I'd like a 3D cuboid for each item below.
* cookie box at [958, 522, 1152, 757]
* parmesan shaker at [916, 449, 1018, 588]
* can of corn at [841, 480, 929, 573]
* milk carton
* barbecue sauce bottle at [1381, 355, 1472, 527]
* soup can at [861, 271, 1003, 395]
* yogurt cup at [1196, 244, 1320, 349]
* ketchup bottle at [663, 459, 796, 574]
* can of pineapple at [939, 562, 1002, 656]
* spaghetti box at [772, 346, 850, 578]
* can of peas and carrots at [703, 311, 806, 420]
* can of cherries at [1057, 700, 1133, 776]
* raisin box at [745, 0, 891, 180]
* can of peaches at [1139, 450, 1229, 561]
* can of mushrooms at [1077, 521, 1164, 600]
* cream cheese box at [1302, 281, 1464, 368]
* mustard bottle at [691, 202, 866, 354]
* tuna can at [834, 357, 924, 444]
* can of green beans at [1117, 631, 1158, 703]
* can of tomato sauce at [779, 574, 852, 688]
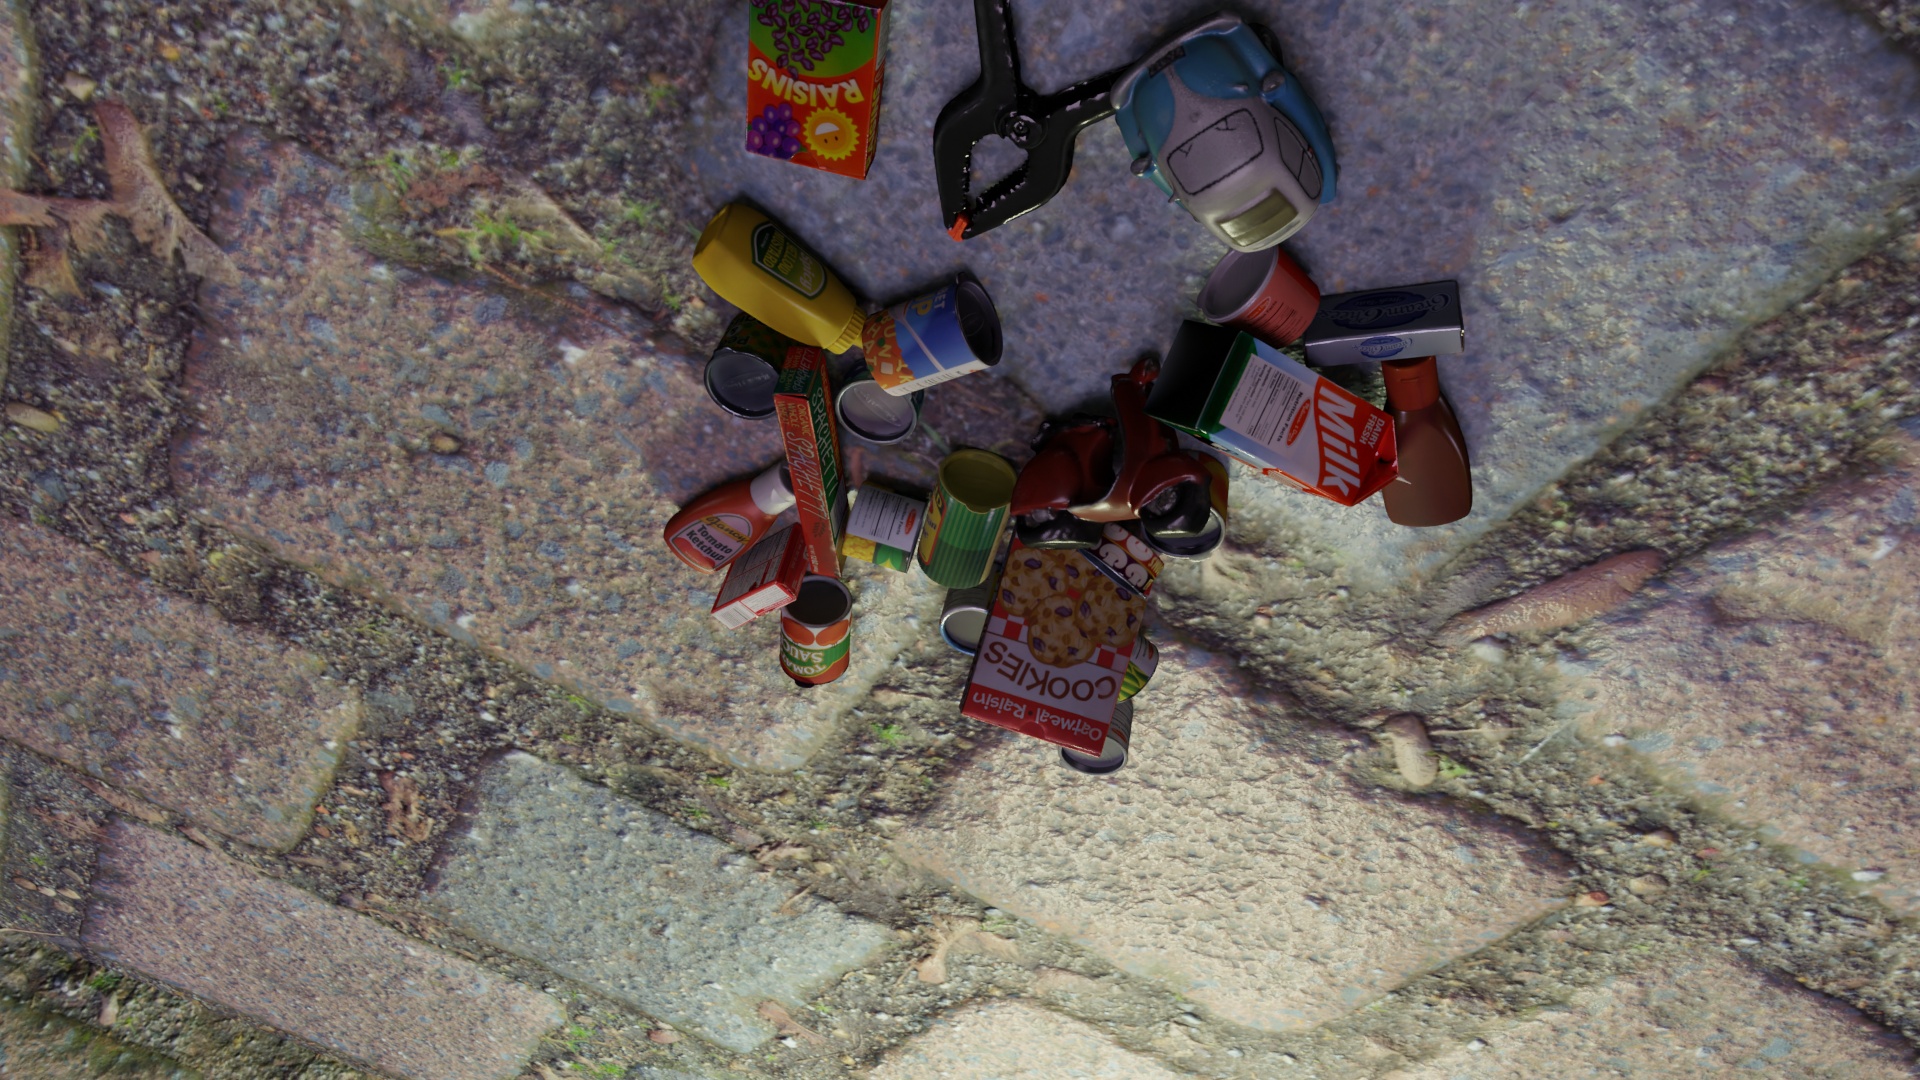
[{"bbox_3d":[0.081,0.082,1.162,0.123,0.167,0.040,17,178,-2],"label":"cookie box"},{"bbox_3d":[0.004,-0.014,1.143,0.071,0.072,0.102,17,136,-1],"label":"parmesan shaker"},{"bbox_3d":[-0.064,-0.011,1.171,0.058,0.071,0.070,17,136,0],"label":"can of corn"},{"bbox_3d":[0.231,-0.081,0.979,0.190,0.072,0.073,23,93,-27],"label":"milk carton"},{"bbox_3d":[0.334,-0.077,1.011,0.065,0.044,0.148,-6,131,21],"label":"barbecue sauce bottle"},{"bbox_3d":[-0.022,-0.151,1.022,0.083,0.072,0.071,-15,128,28],"label":"soup can"},{"bbox_3d":[0.206,-0.166,0.945,0.054,0.073,0.072,30,135,-25],"label":"yogurt cup"},{"bbox_3d":[-0.192,-0.024,1.209,0.148,0.044,0.064,-30,120,35],"label":"ketchup bottle"},{"bbox_3d":[0.019,0.062,1.224,0.071,0.058,0.070,8,135,8],"label":"can of pineapple"},{"bbox_3d":[-0.115,-0.057,1.116,0.029,0.050,0.248,8,147,8],"label":"spaghetti box"},{"bbox_3d":[-0.160,-0.138,1.076,0.071,0.059,0.070,8,134,8],"label":"can of peas and carrots"},{"bbox_3d":[0.126,0.180,1.311,0.071,0.059,0.071,7,136,7],"label":"can of cherries"},{"bbox_3d":[-0.093,-0.305,0.907,0.086,0.040,0.122,13,136,1],"label":"raisin box"},{"bbox_3d":[0.178,-0.027,1.093,0.071,0.058,0.070,7,135,7],"label":"can of peaches"},{"bbox_3d":[0.130,0.015,1.113,0.071,0.033,0.071,38,176,4],"label":"can of mushrooms"},{"bbox_3d":[0.287,-0.147,0.947,0.104,0.054,0.024,-4,134,19],"label":"cream cheese box"},{"bbox_3d":[-0.119,-0.181,1.023,0.160,0.065,0.048,33,138,-26],"label":"mustard bottle"},{"bbox_3d":[-0.062,-0.112,1.093,0.071,0.033,0.070,8,135,8],"label":"tuna can"},{"bbox_3d":[0.131,0.101,1.225,0.071,0.071,0.057,-30,119,36],"label":"can of green beans"},{"bbox_3d":[-0.135,0.083,1.280,0.071,0.071,0.082,12,135,4],"label":"can of tomato sauce"}]
